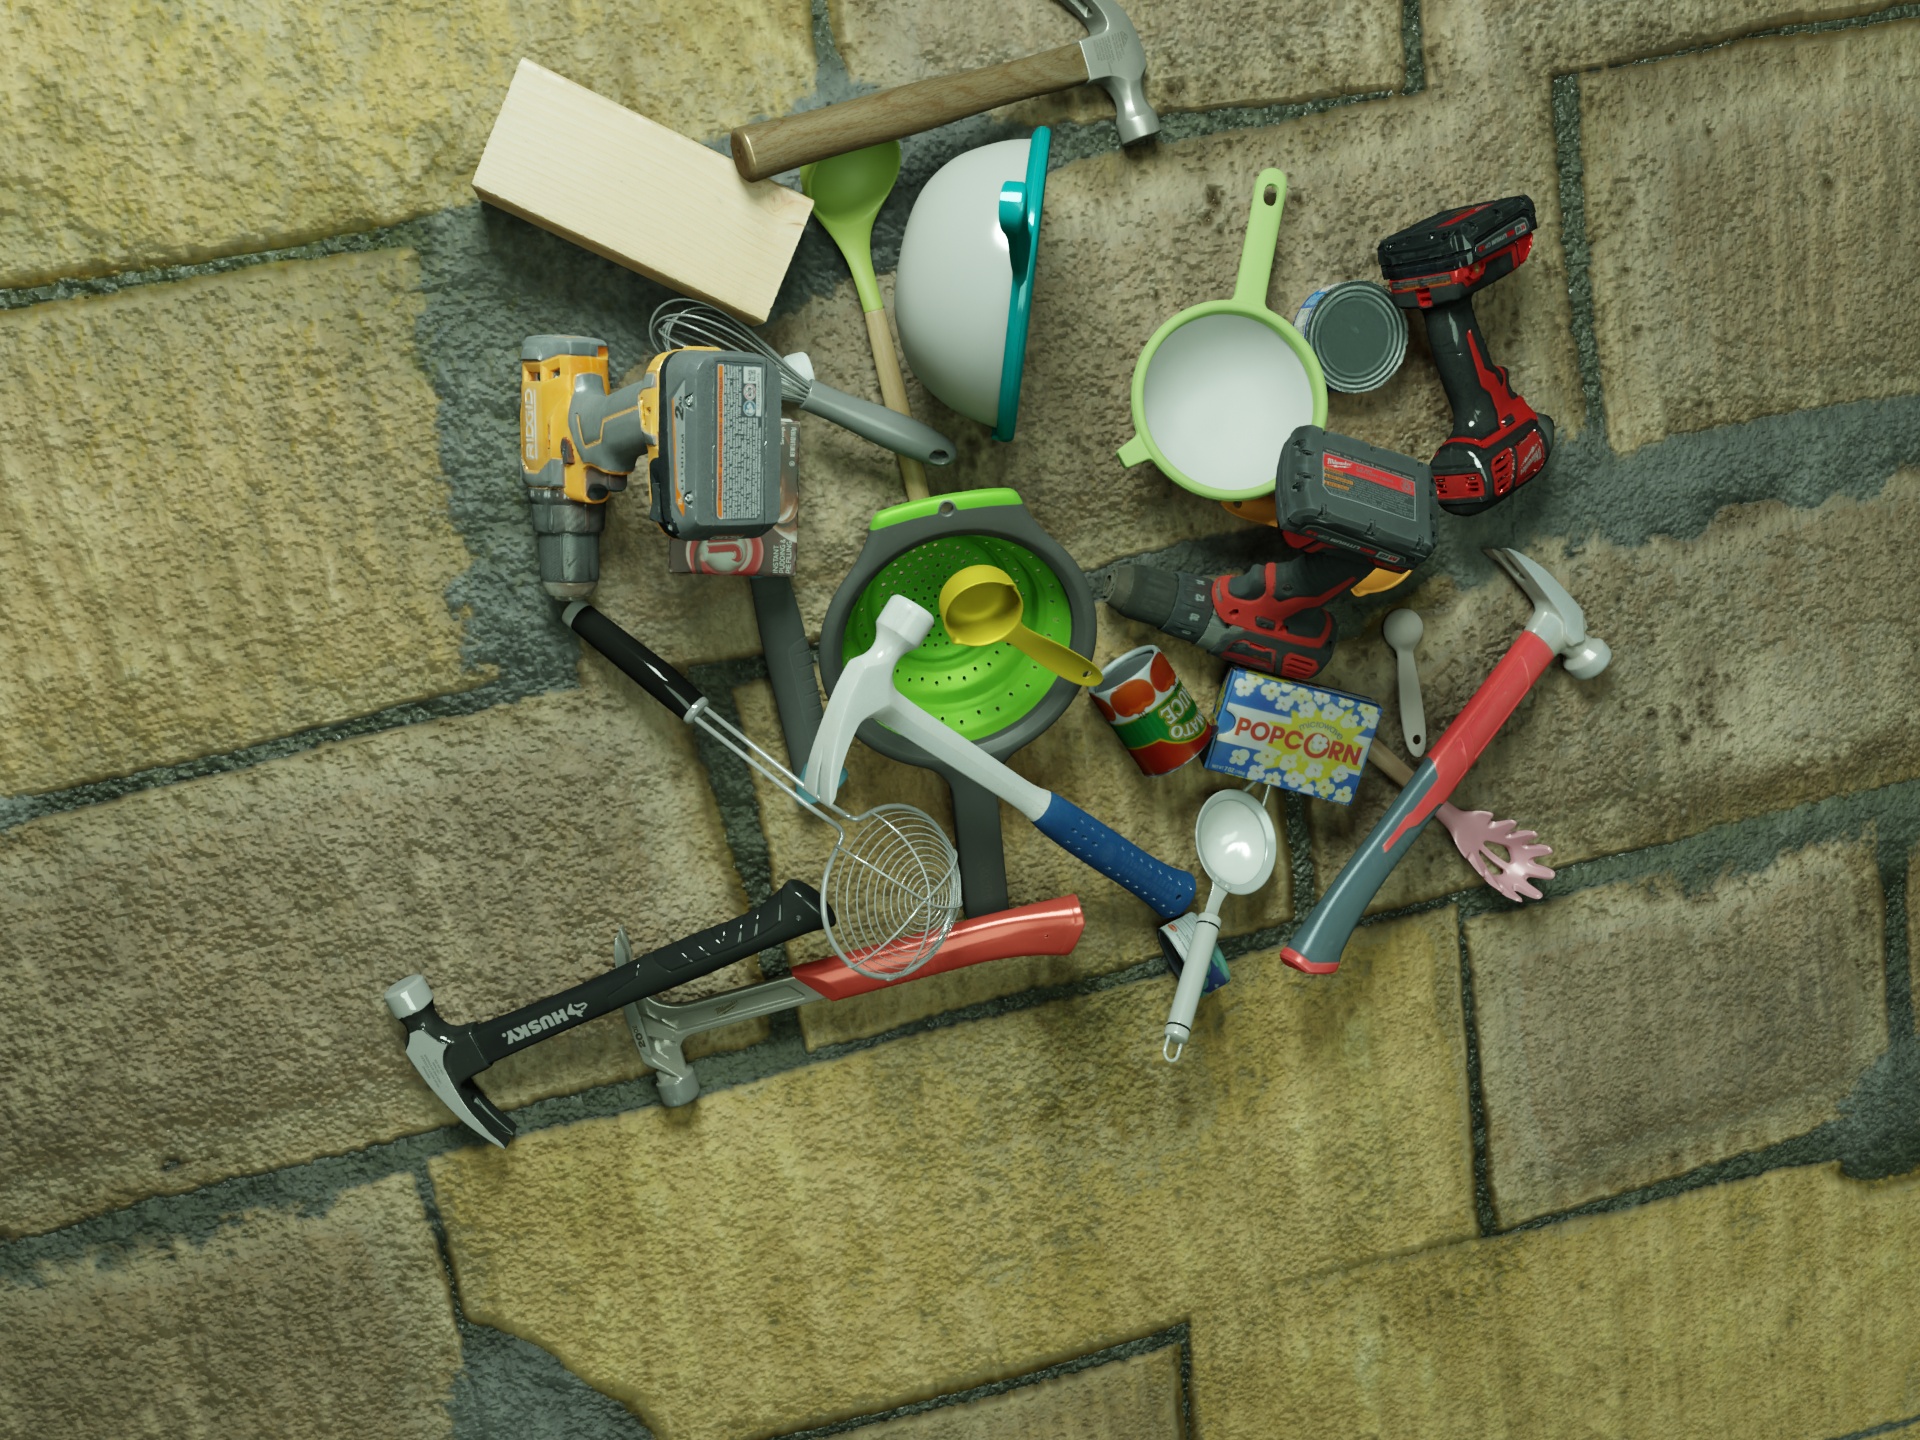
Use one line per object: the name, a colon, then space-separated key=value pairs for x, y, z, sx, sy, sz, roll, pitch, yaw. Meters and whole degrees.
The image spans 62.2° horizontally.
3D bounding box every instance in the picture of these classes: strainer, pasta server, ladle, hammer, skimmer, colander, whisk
strainer: x=0.001 y=-0.298 z=1.032 sx=0.095 sy=0.340 sz=0.211 roll=7 pitch=95 yaw=2
pasta server: x=0.375 y=0.047 z=1.328 sx=0.316 sy=0.040 sz=0.060 roll=38 pitch=79 yaw=-16
strainer: x=0.197 y=0.154 z=1.262 sx=0.086 sy=0.050 sz=0.259 roll=36 pitch=56 yaw=-21
ladle: x=-0.051 y=-0.273 z=1.160 sx=0.078 sy=0.062 sz=0.320 roll=-23 pitch=109 yaw=-28
hammer: x=0.375 y=0.040 z=1.291 sx=0.143 sy=0.038 sz=0.386 roll=43 pitch=79 yaw=-17
hammer: x=-0.250 y=0.203 z=1.189 sx=0.335 sy=0.035 sz=0.146 roll=-23 pitch=104 yaw=5
hammer: x=-0.139 y=-0.096 z=1.187 sx=0.128 sy=0.033 sz=0.331 roll=-15 pitch=104 yaw=-10
skimmer: x=-0.151 y=0.044 z=1.168 sx=0.363 sy=0.090 sz=0.127 roll=38 pitch=60 yaw=7
hammer: x=0.048 y=0.064 z=1.174 sx=0.405 sy=0.035 sz=0.144 roll=34 pitch=86 yaw=-41
hammer: x=-0.081 y=0.187 z=1.235 sx=0.359 sy=0.037 sz=0.149 roll=-15 pitch=105 yaw=-1
strainer: x=0.207 y=-0.289 z=1.214 sx=0.151 sy=0.069 sz=0.256 roll=12 pitch=86 yaw=-7
hammer: x=-0.009 y=-0.433 z=1.102 sx=0.331 sy=0.031 sz=0.130 roll=-25 pitch=103 yaw=-25
colander: x=-0.002 y=-0.004 z=1.218 sx=0.204 sy=0.095 sz=0.396 roll=-11 pitch=121 yaw=-8
whisk: x=-0.107 y=-0.234 z=1.127 sx=0.238 sy=0.055 sz=0.055 roll=21 pitch=96 yaw=-21

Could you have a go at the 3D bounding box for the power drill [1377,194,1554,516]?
power drill: x=0.406 y=-0.283 z=1.235 sx=0.143 sy=0.079 sz=0.219 roll=-32 pitch=113 yaw=-35

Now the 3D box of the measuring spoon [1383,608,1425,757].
measuring spoon: x=0.373 y=-0.031 z=1.309 sx=0.034 sy=0.018 sz=0.124 roll=-7 pitch=91 yaw=-14

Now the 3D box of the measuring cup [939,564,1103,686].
measuring cup: x=0.046 y=-0.063 z=1.130 sx=0.156 sy=0.029 sz=0.062 roll=28 pitch=118 yaw=-39

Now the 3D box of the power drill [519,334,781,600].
power drill: x=-0.220 y=-0.164 z=1.068 sx=0.084 sy=0.226 sz=0.185 roll=-9 pitch=106 yaw=-46

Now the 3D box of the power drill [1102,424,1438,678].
power drill: x=0.226 y=-0.118 z=1.181 sx=0.188 sy=0.226 sz=0.080 roll=15 pitch=59 yaw=-11

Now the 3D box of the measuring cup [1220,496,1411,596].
measuring cup: x=0.278 y=-0.156 z=1.258 sx=0.173 sy=0.052 sz=0.095 roll=12 pitch=99 yaw=-13
